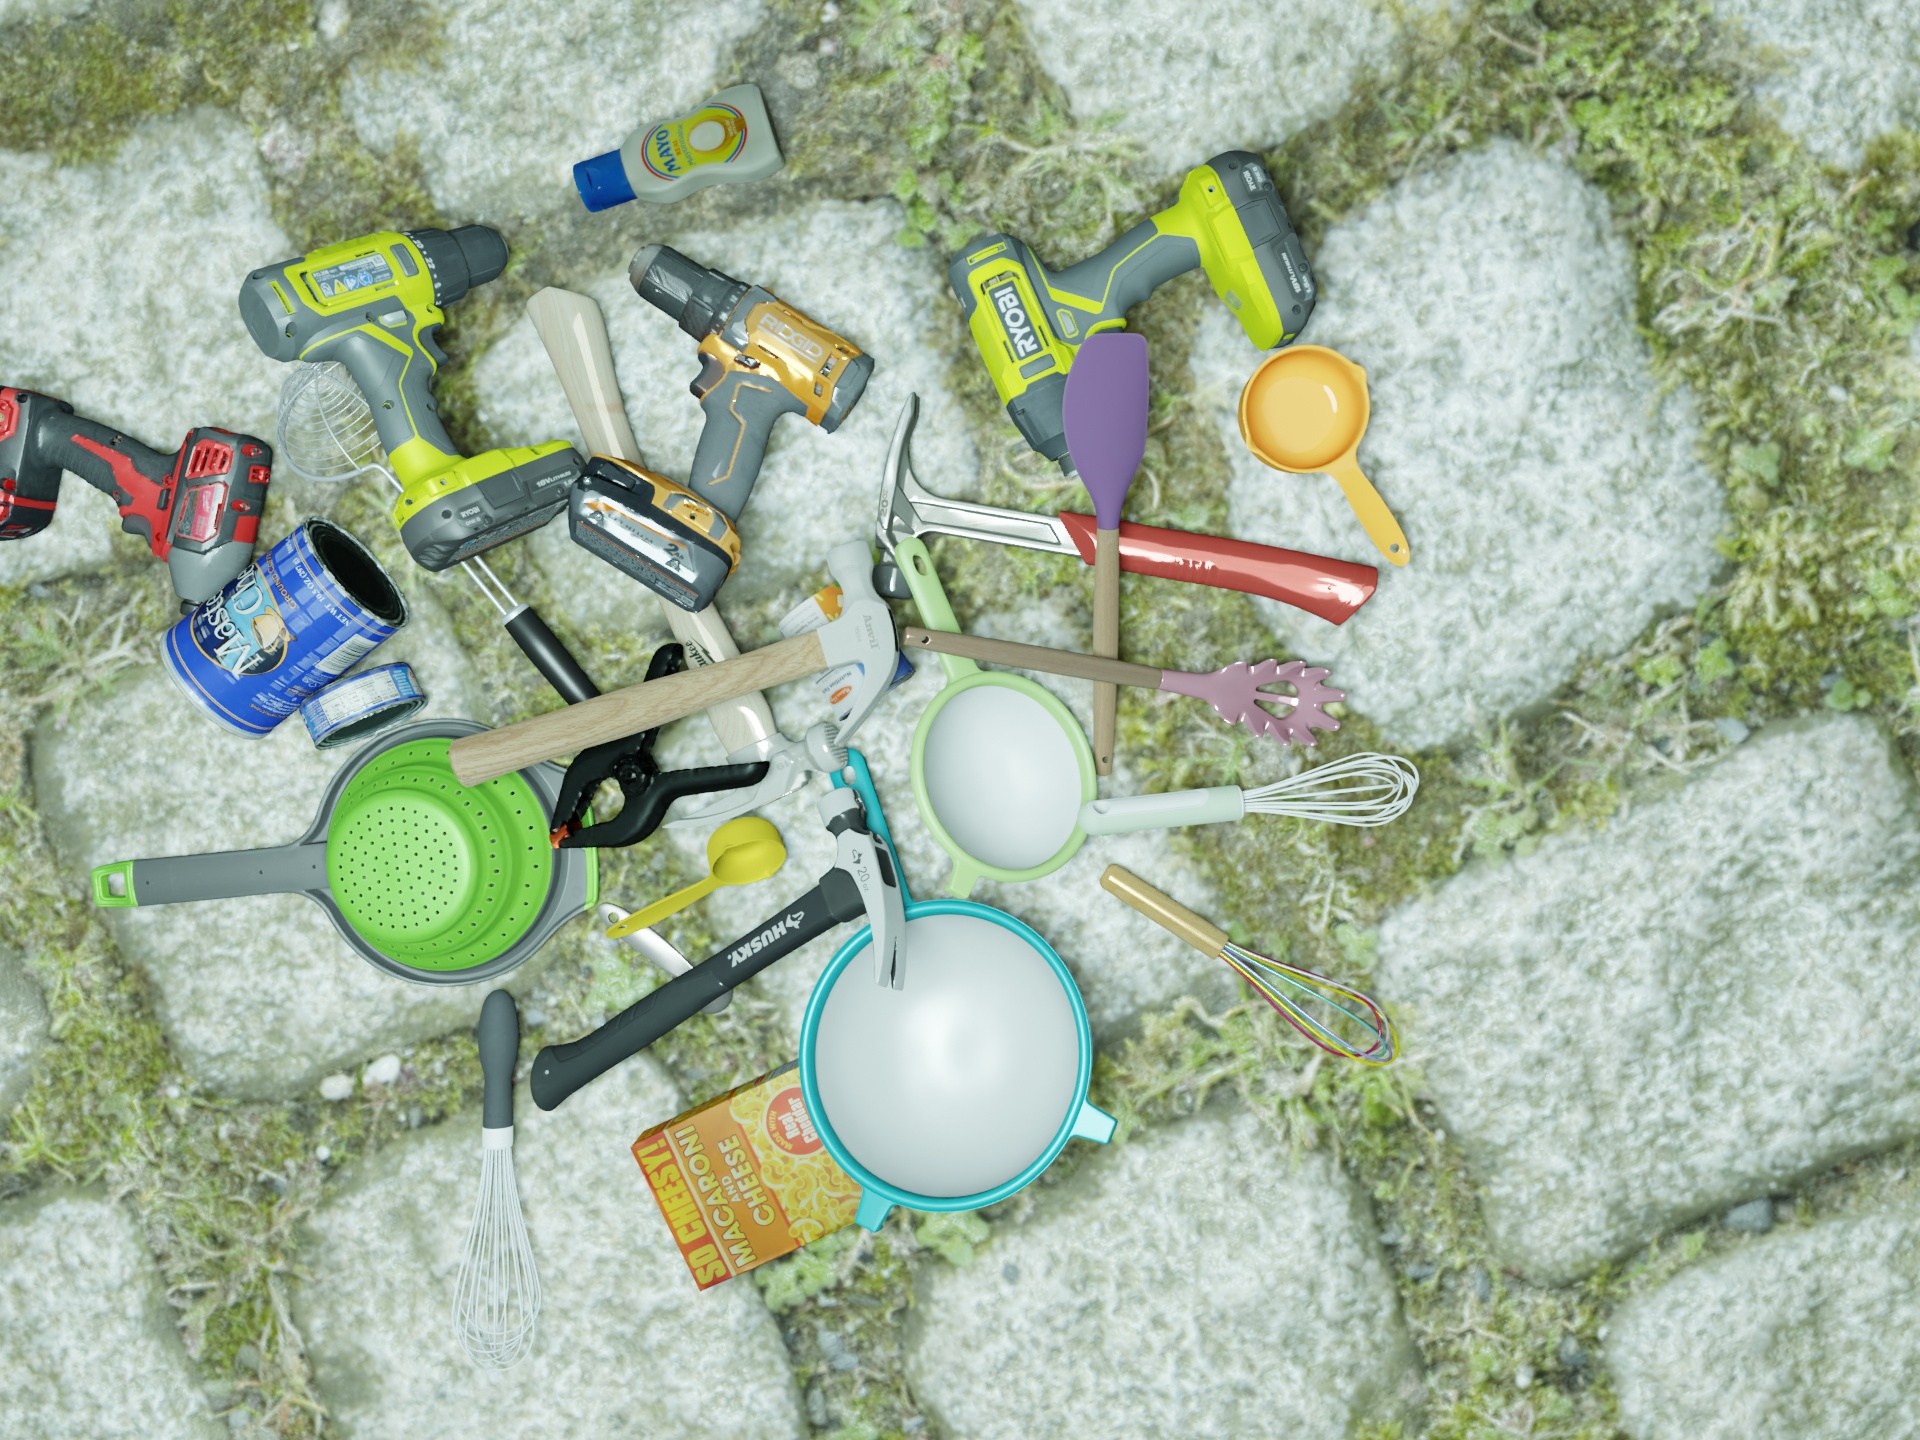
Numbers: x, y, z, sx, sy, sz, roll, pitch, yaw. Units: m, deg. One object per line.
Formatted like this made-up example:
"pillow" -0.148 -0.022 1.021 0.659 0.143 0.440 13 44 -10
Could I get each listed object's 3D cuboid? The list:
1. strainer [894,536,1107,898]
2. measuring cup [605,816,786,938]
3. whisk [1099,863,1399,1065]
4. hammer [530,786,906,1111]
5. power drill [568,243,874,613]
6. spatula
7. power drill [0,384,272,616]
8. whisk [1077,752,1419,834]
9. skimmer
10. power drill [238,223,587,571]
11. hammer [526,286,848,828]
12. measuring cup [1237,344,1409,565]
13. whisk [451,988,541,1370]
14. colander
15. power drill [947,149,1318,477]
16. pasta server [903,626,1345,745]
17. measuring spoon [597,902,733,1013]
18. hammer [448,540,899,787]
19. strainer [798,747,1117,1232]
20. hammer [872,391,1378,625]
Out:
"strainer" -0.002 -0.004 1.135 0.151 0.069 0.256 -20 86 -33
"measuring cup" -0.201 0.117 1.180 0.156 0.062 0.029 -28 55 13
"whisk" 0.209 0.175 1.153 0.245 0.051 0.047 32 74 7
"hammer" -0.182 0.194 1.148 0.335 0.035 0.146 -34 60 16
"power drill" -0.190 -0.213 1.113 0.185 0.084 0.226 32 73 -7
"spatula" 0.100 -0.109 1.112 0.059 0.018 0.315 -4 110 -7
"power drill" -0.635 -0.165 1.192 0.219 0.078 0.143 14 94 1
"whisk" 0.204 0.056 1.122 0.246 0.058 0.059 -6 129 -5
"skimmer" -0.369 -0.130 1.191 0.127 0.090 0.363 -38 99 -2
"power drill" -0.364 -0.239 1.122 0.190 0.080 0.228 -32 94 -37
"hammer" -0.230 -0.123 1.173 0.146 0.038 0.410 -25 88 14
"measuring cup" 0.263 -0.183 1.125 0.095 0.052 0.173 -34 96 5
"whisk" -0.348 0.346 1.199 0.070 0.070 0.284 0 88 5
"colander" -0.475 0.110 1.177 0.397 0.094 0.204 -6 92 5
"power drill" 0.124 -0.284 1.108 0.223 0.080 0.171 -24 90 1
"pasta server" 0.115 -0.033 1.112 0.316 0.040 0.060 9 95 -13
"measuring spoon" -0.225 0.178 1.196 0.124 0.018 0.034 37 95 3
"hammer" -0.201 -0.014 1.110 0.331 0.031 0.130 -17 85 8
"strainer" -0.022 0.182 1.154 0.211 0.095 0.341 -24 69 10
"hammer" 0.119 -0.135 1.146 0.359 0.037 0.149 10 93 5
